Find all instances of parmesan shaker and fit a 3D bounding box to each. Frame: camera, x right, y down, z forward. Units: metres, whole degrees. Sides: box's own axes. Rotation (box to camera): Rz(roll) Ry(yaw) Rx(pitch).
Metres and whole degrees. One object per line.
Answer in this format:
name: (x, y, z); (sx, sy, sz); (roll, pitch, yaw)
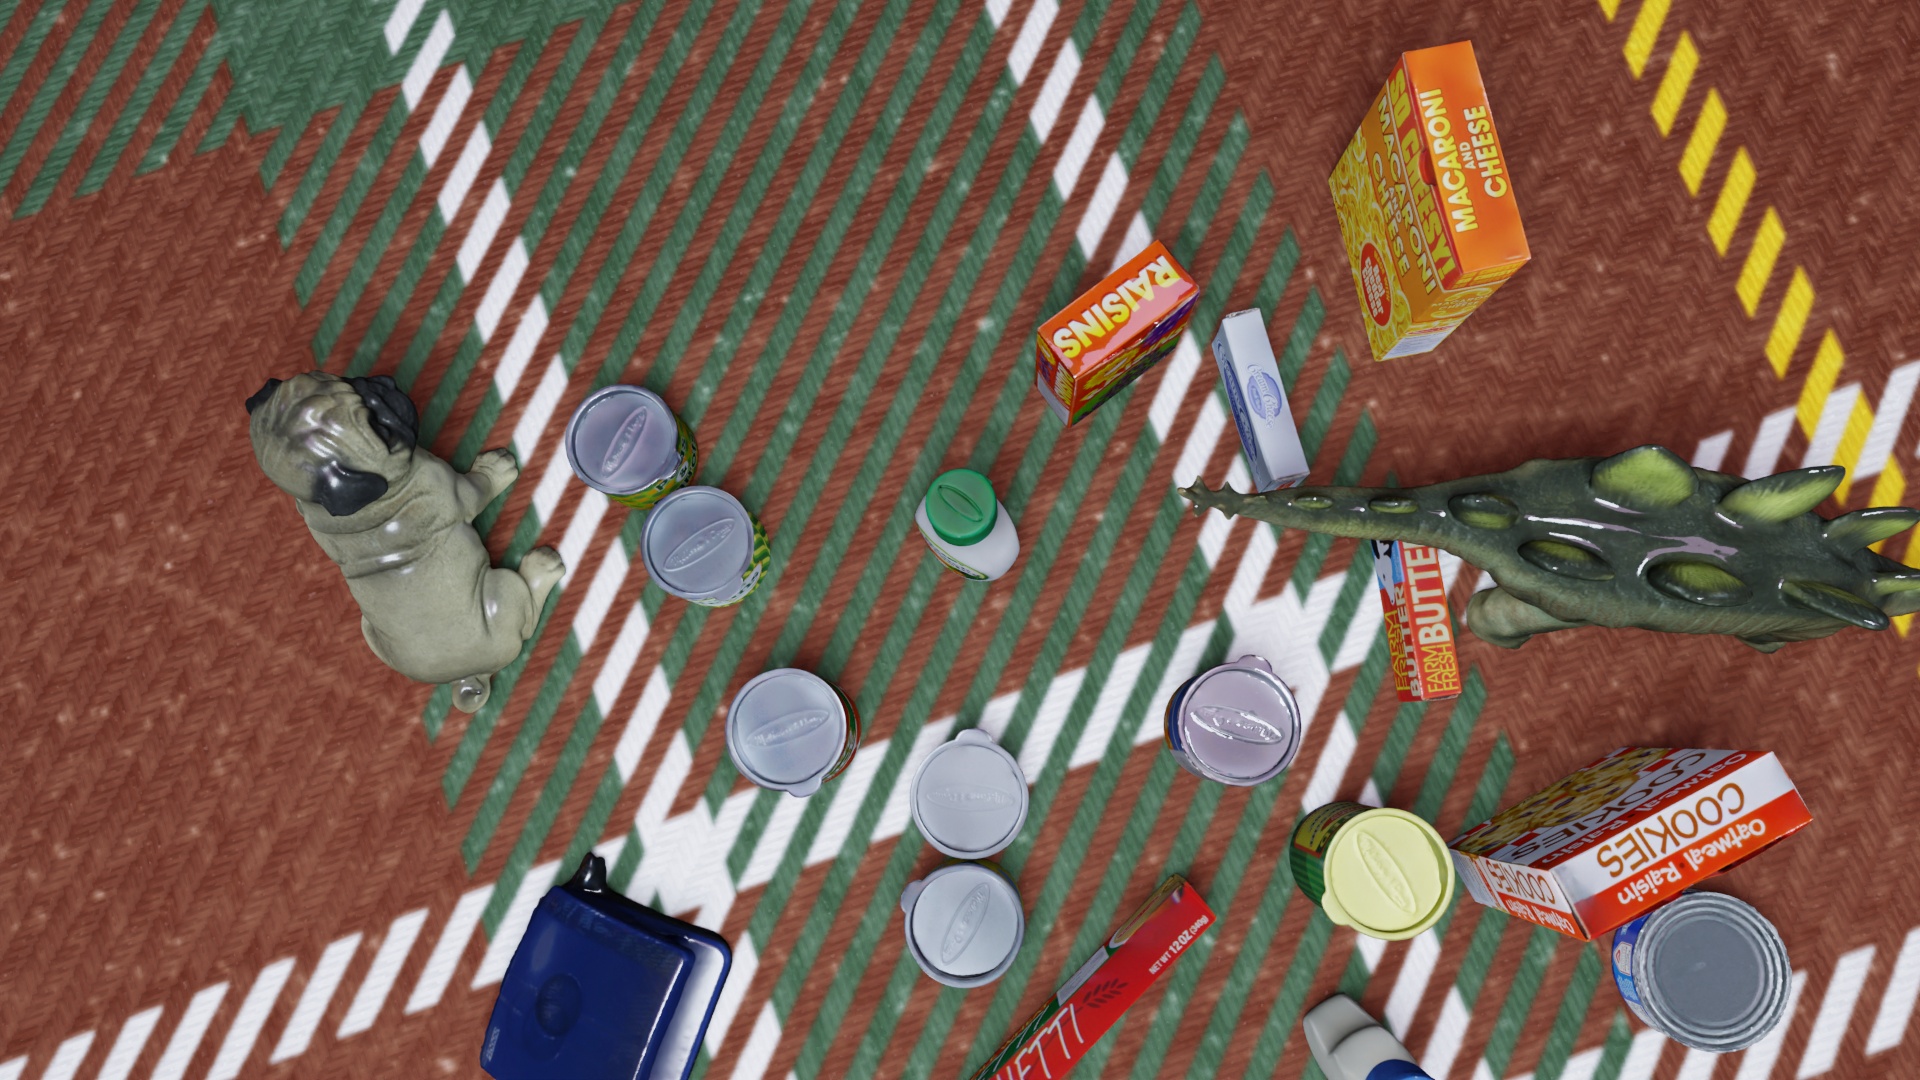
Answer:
parmesan shaker: (0.219, 0.179, 0.760); (0.071, 0.103, 0.071); (0, 82, 2)

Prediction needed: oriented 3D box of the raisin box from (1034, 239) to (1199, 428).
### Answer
raisin box: (0.087, -0.115, 0.800); (0.086, 0.123, 0.040); (-36, 82, -3)

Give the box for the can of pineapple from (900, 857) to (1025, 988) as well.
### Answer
can of pineapple: (0.002, 0.213, 0.786); (0.071, 0.058, 0.071); (0, 82, 2)

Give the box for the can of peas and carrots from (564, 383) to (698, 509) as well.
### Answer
can of peas and carrots: (-0.193, -0.054, 0.834); (0.071, 0.058, 0.071); (0, 82, 2)

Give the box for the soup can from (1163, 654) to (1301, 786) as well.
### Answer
soup can: (0.152, 0.102, 0.784); (0.071, 0.083, 0.071); (0, 82, 2)

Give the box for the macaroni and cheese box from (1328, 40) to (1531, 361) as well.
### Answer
macaroni and cheese box: (0.257, -0.183, 0.782); (0.040, 0.166, 0.124); (-12, 81, 1)

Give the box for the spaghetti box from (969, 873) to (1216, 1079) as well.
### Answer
spaghetti box: (0.045, 0.286, 0.777); (0.250, 0.050, 0.029); (-44, 83, -5)

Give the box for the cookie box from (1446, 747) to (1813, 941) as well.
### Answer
cookie box: (0.340, 0.154, 0.727); (0.123, 0.167, 0.040); (-28, 82, -2)

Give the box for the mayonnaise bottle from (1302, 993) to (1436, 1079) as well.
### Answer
mayonnaise bottle: (0.218, 0.280, 0.722); (0.041, 0.148, 0.065); (-32, 82, -2)

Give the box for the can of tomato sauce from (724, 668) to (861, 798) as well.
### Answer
can of tomato sauce: (-0.092, 0.110, 0.793); (0.071, 0.083, 0.071); (0, 82, 2)

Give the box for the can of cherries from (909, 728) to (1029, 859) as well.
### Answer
can of cherries: (0.007, 0.144, 0.796); (0.071, 0.058, 0.071); (0, 82, 2)

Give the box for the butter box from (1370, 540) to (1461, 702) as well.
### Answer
butter box: (0.263, 0.041, 0.805); (0.024, 0.053, 0.103); (-7, 81, 1)

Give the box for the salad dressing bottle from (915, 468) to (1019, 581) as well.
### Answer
salad dressing bottle: (0.003, -0.010, 0.775); (0.064, 0.147, 0.044); (39, 85, 7)

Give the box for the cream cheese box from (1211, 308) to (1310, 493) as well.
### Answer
cream cheese box: (0.177, -0.081, 0.826); (0.024, 0.053, 0.104); (-15, 81, 0)

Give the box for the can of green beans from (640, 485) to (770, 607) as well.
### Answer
can of green beans: (-0.150, 0.005, 0.824); (0.071, 0.057, 0.071); (0, 82, 2)
